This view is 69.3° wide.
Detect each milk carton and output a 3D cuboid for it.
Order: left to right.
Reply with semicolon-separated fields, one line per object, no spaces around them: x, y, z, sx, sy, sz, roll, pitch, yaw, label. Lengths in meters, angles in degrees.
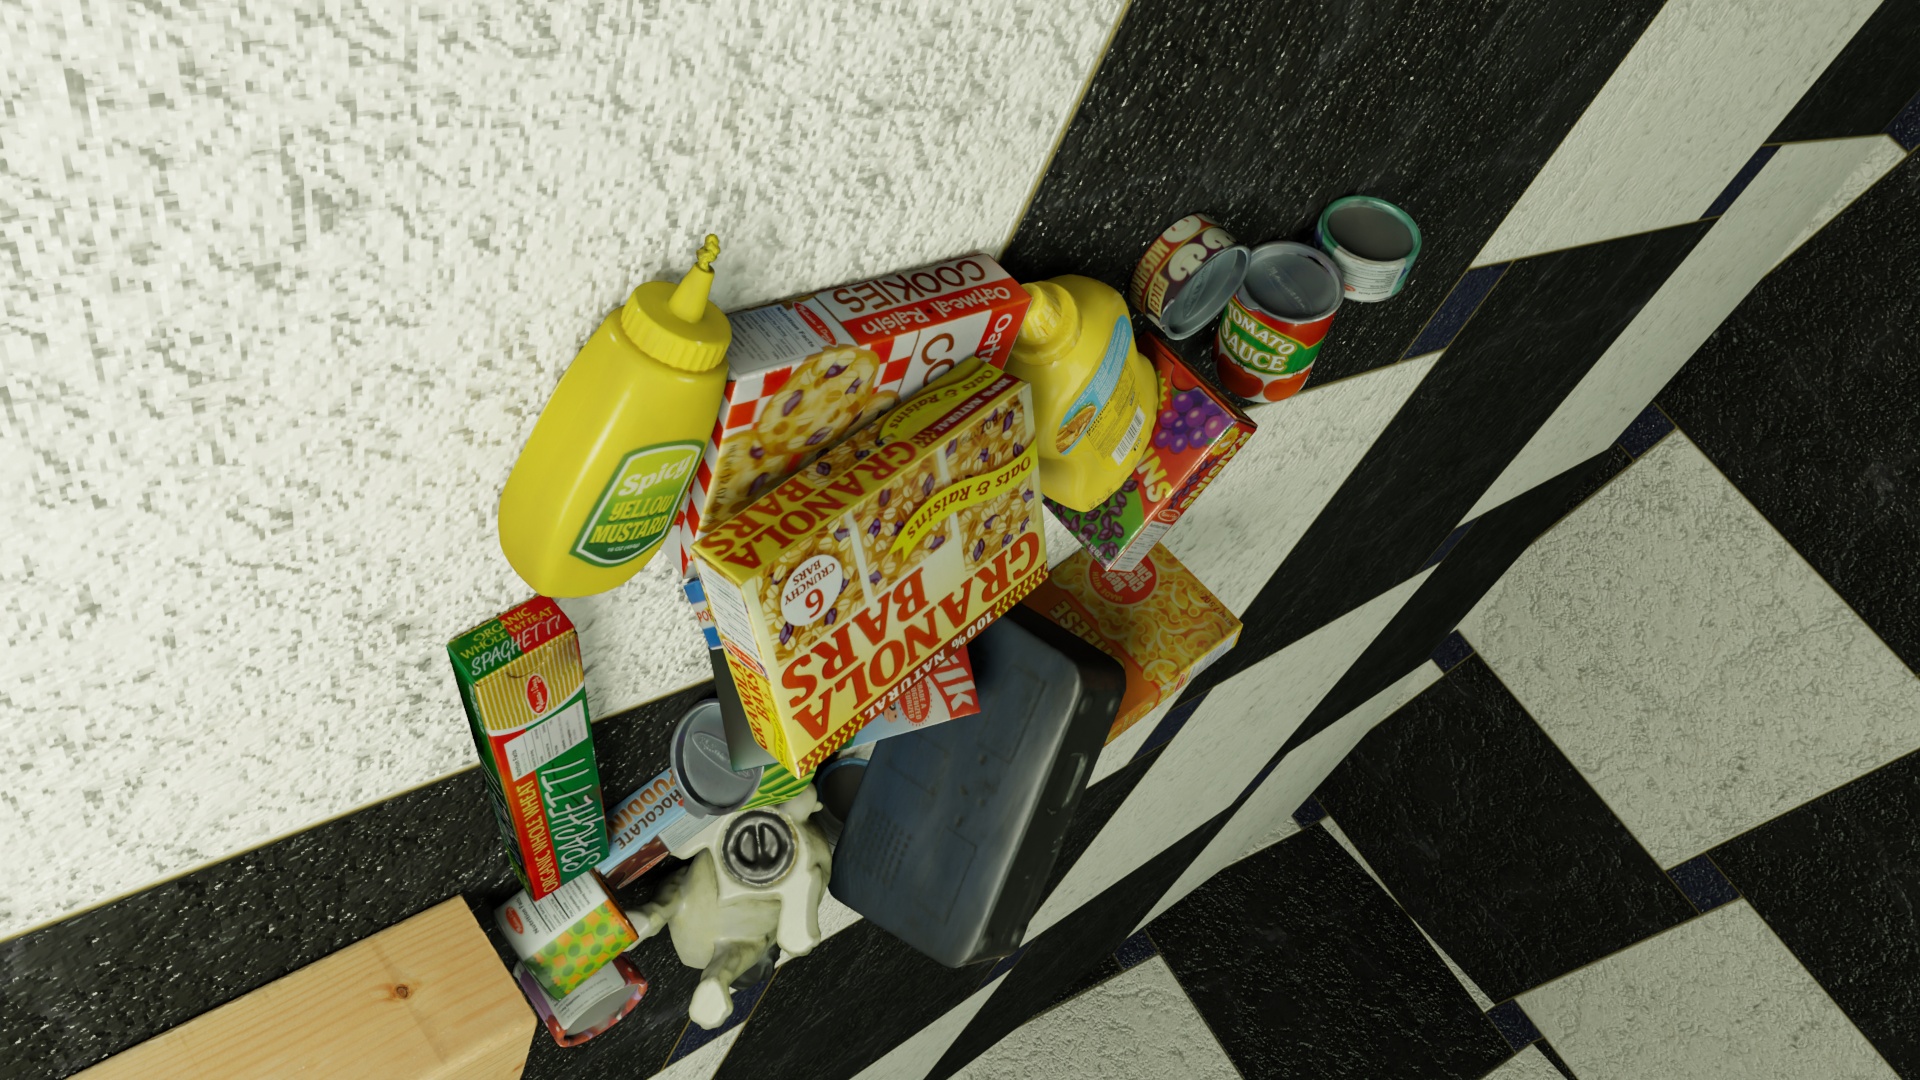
-0.051;0.079;0.807;0.073;0.072;0.191;-16;174;30;milk carton

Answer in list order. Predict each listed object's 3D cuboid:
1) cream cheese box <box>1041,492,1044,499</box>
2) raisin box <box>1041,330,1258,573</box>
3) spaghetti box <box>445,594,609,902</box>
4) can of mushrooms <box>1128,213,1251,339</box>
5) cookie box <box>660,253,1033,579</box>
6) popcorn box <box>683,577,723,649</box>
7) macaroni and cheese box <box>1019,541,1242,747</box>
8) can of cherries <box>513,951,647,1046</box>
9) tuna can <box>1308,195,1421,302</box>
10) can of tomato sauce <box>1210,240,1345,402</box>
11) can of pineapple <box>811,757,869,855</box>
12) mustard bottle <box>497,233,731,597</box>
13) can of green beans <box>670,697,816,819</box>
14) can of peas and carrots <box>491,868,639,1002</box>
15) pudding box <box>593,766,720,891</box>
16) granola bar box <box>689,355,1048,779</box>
0.003;-0.010;0.836;0.104;0.024;0.053;-40;158;-6;cream cheese box
0.108;-0.053;0.854;0.123;0.086;0.040;-50;151;18;raisin box
-0.211;0.114;0.697;0.050;0.029;0.248;-30;154;-28;spaghetti box
0.128;-0.149;0.786;0.071;0.033;0.070;-35;157;-18;can of mushrooms
-0.055;-0.060;0.635;0.168;0.040;0.122;-22;150;-38;cookie box
-0.062;0.013;0.703;0.127;0.038;0.085;-22;-175;-40;popcorn box
0.103;0.074;1.021;0.167;0.124;0.040;-34;155;-19;macaroni and cheese box
-0.246;0.286;0.907;0.072;0.058;0.071;-35;156;-18;can of cherries
0.258;-0.189;0.890;0.071;0.071;0.032;-32;154;-25;tuna can
0.198;-0.136;0.879;0.071;0.071;0.082;-34;156;-21;can of tomato sauce
-0.081;0.201;1.021;0.071;0.071;0.057;-23;150;-39;can of pineapple
-0.125;-0.048;0.529;0.065;0.049;0.159;-15;145;-51;mustard bottle
-0.125;0.124;0.809;0.071;0.071;0.058;-50;157;16;can of green beans
-0.231;0.227;0.817;0.059;0.071;0.070;-36;156;-17;can of peas and carrots
-0.186;0.171;0.840;0.084;0.030;0.049;-36;157;-16;pudding box
-0.033;0.010;0.625;0.166;0.039;0.123;-37;139;-28;granola bar box
